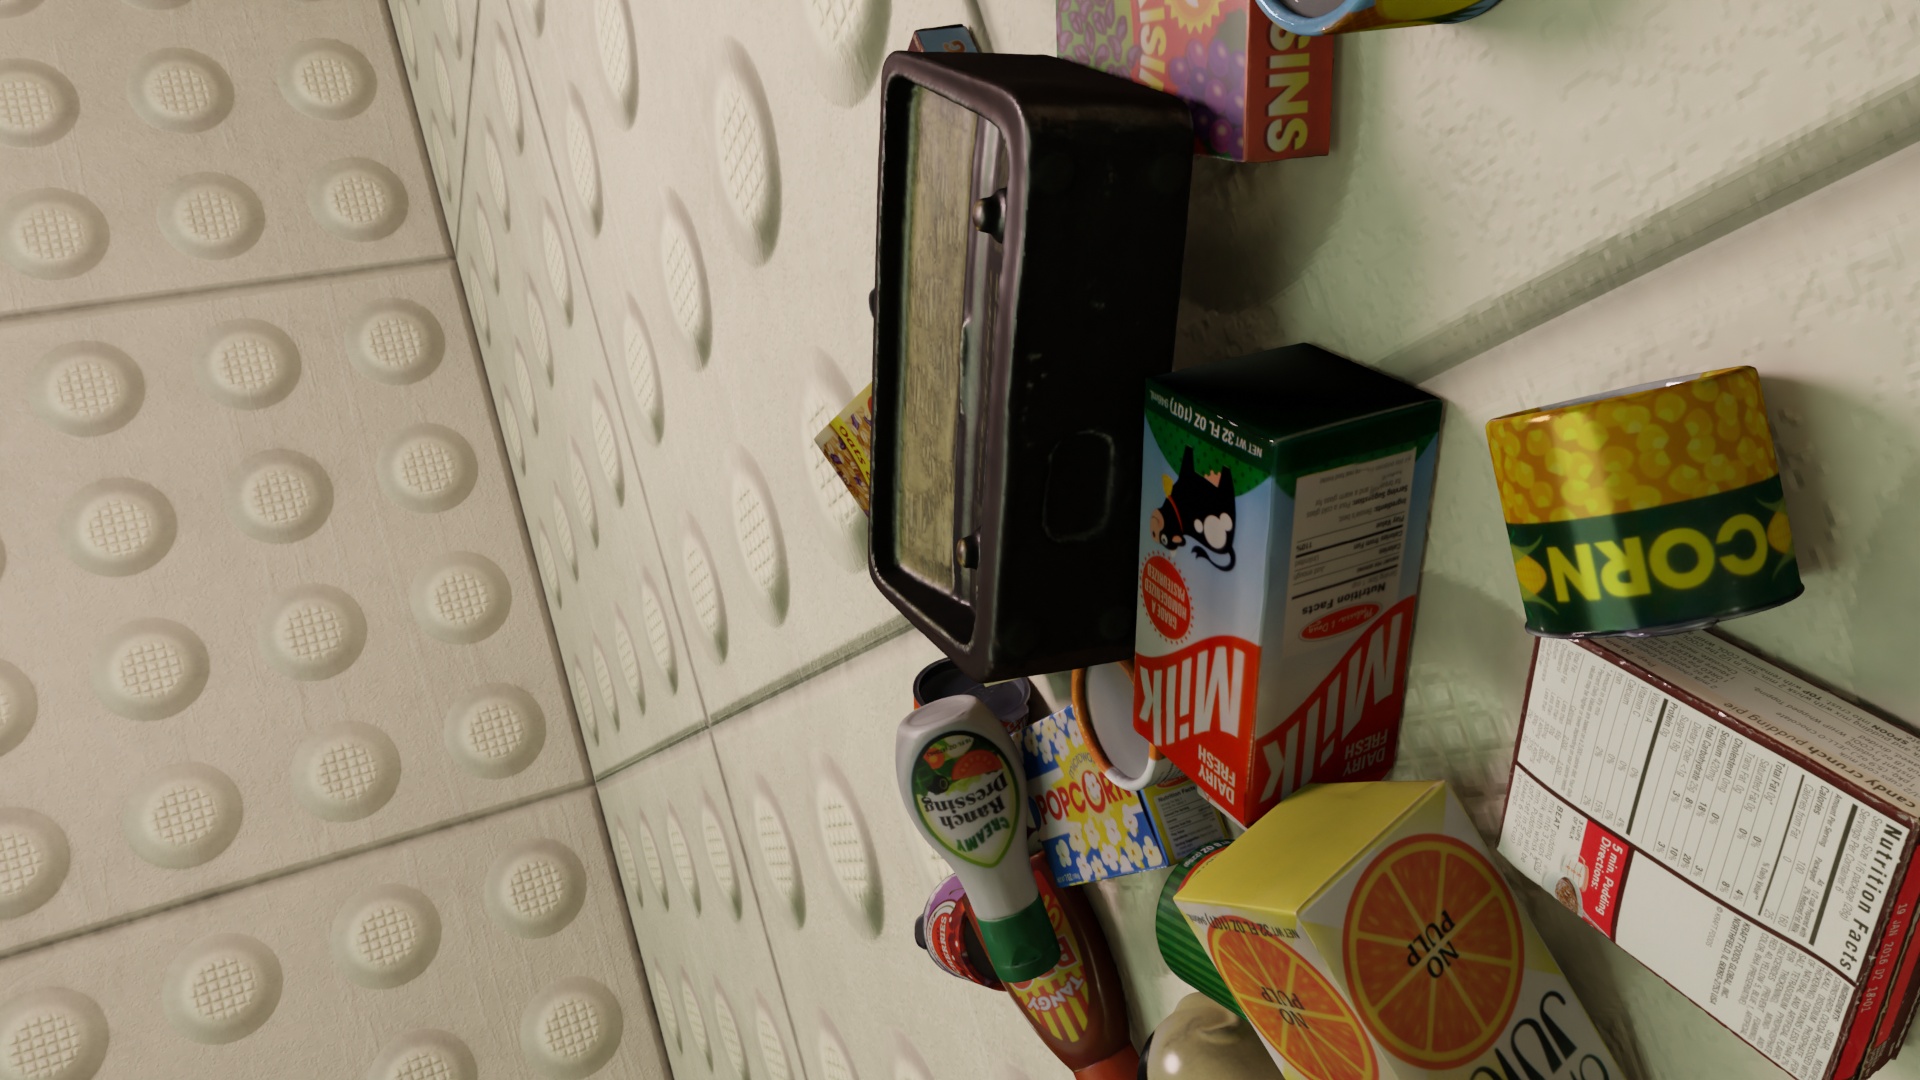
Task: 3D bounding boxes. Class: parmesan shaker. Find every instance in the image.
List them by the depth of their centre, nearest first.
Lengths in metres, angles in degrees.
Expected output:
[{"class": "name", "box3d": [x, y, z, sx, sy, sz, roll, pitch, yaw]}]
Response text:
[{"class": "parmesan shaker", "box3d": [0.129, 0.163, 0.547, 0.103, 0.071, 0.071, 8, 110, 64]}]

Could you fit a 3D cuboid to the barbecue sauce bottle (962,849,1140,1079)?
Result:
[{"class": "barbecue sauce bottle", "box3d": [0.060, 0.248, 0.763, 0.064, 0.044, 0.149, -33, 76, 20]}]

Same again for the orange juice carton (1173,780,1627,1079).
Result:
[{"class": "orange juice carton", "box3d": [0.160, 0.177, 0.453, 0.192, 0.073, 0.071, 58, 155, -3]}]

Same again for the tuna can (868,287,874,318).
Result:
[{"class": "tuna can", "box3d": [-0.007, -0.122, 0.692, 0.033, 0.071, 0.071, 0, 102, 64]}]

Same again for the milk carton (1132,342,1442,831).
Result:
[{"class": "milk carton", "box3d": [0.113, 0.032, 0.510, 0.072, 0.074, 0.189, 38, 136, 53]}]

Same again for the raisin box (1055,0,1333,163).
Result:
[{"class": "raisin box", "box3d": [0.082, -0.186, 0.505, 0.123, 0.040, 0.085, 36, 133, 57]}]

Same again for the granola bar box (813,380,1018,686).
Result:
[{"class": "granola bar box", "box3d": [0.003, -0.009, 0.707, 0.165, 0.039, 0.124, 55, 156, -2]}]

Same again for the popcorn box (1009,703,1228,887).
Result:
[{"class": "popcorn box", "box3d": [0.074, 0.121, 0.686, 0.126, 0.038, 0.085, -43, 65, 63]}]

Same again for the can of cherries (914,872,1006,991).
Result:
[{"class": "can of cherries", "box3d": [0.015, 0.233, 0.830, 0.058, 0.072, 0.071, -19, 85, 65]}]

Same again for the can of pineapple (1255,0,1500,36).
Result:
[{"class": "can of pineapple", "box3d": [0.121, -0.179, 0.399, 0.071, 0.058, 0.070, 42, 139, 51]}]

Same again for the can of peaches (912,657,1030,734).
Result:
[{"class": "can of peaches", "box3d": [0.007, 0.108, 0.789, 0.071, 0.071, 0.057, 44, 140, 50]}]

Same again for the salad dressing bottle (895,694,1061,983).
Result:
[{"class": "salad dressing bottle", "box3d": [0.012, 0.155, 0.719, 0.044, 0.064, 0.147, -123, 13, -80]}]

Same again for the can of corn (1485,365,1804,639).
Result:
[{"class": "can of corn", "box3d": [0.175, -0.010, 0.359, 0.071, 0.071, 0.058, -9, 94, 66]}]

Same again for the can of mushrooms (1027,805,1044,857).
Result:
[{"class": "can of mushrooms", "box3d": [0.024, 0.163, 0.822, 0.071, 0.033, 0.070, 40, 137, 52]}]

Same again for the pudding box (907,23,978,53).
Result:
[{"class": "pudding box", "box3d": [-0.002, -0.205, 0.686, 0.084, 0.030, 0.049, 68, 155, 18]}]

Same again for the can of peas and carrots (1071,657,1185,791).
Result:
[{"class": "can of peas and carrots", "box3d": [0.088, 0.067, 0.601, 0.071, 0.059, 0.070, 40, 137, 52]}]
